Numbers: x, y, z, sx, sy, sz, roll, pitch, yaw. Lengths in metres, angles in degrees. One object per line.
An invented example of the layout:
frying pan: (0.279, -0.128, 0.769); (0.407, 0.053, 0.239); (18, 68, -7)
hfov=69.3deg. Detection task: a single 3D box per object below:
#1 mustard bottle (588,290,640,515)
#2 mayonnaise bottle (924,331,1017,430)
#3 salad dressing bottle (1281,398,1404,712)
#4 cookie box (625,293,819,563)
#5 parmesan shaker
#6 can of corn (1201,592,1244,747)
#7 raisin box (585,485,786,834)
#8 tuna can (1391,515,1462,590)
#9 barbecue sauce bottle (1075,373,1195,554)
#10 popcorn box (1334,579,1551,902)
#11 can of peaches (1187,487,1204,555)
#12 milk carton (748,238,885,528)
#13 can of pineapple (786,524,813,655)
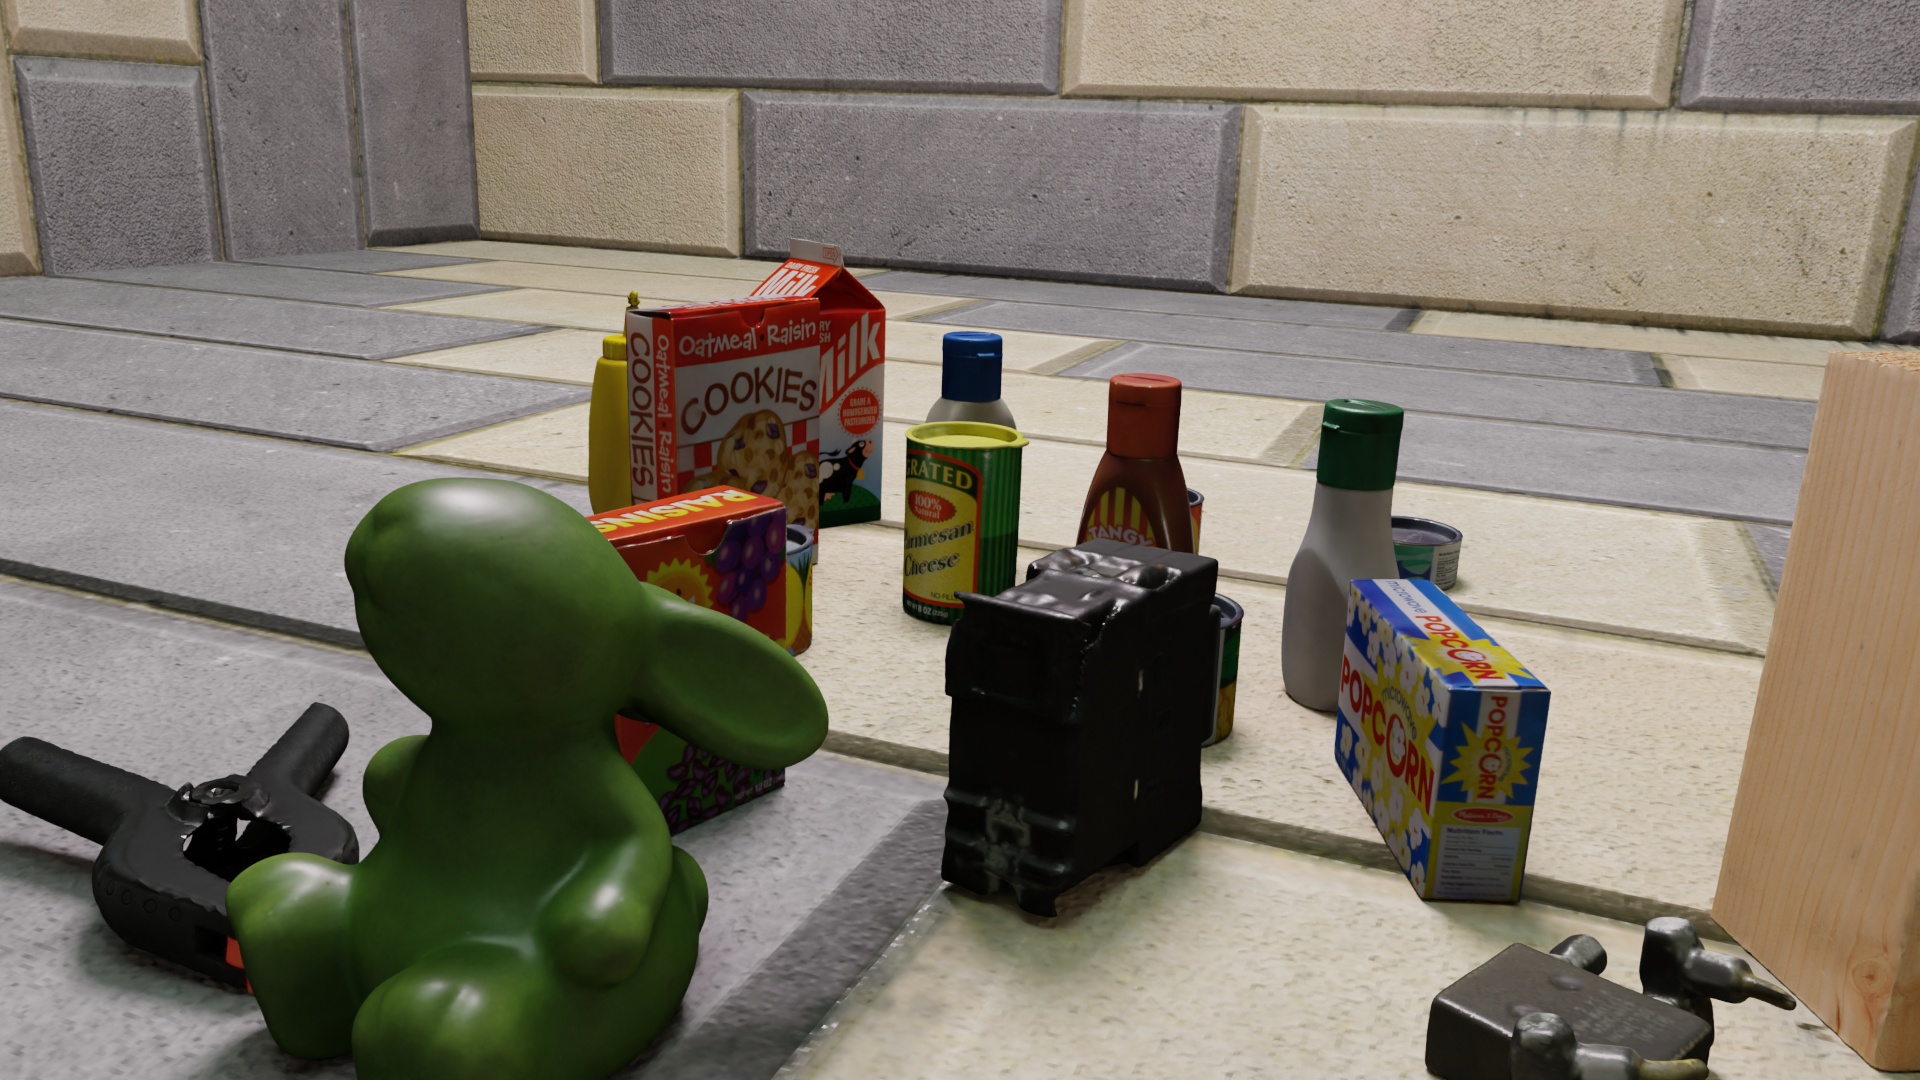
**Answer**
mustard bottle: (-0.211, -0.084, 0.909); (0.049, 0.159, 0.065); (11, 18, 30)
mayonnaise bottle: (0.005, -0.052, 0.847); (0.065, 0.147, 0.041); (-6, 17, -25)
salad dressing bottle: (0.186, 0.007, 0.668); (0.044, 0.147, 0.064); (-5, 17, -22)
cookie box: (-0.134, -0.055, 0.808); (0.040, 0.166, 0.123); (12, 19, 32)
parmesan shaker: (0.003, -0.010, 0.783); (0.071, 0.102, 0.071); (2, 16, 0)
can of corn: (0.096, 0.057, 0.647); (0.071, 0.058, 0.071); (2, 16, 0)
raisin box: (-0.110, 0.047, 0.538); (0.040, 0.123, 0.086); (15, 20, 38)
tuna can: (0.280, 0.007, 0.882); (0.071, 0.032, 0.071); (2, 16, 0)
barbecue sauce bottle: (0.091, -0.010, 0.714); (0.065, 0.148, 0.044); (12, 19, 31)
popcorn box: (0.186, 0.074, 0.551); (0.038, 0.085, 0.127); (2, 16, -1)
can of peaches: (0.111, -0.001, 0.846); (0.071, 0.058, 0.071); (2, 16, 0)
milk carton: (-0.100, -0.109, 0.953); (0.074, 0.190, 0.072); (-9, 19, -34)
can of pineapple: (-0.108, 0.026, 0.728); (0.071, 0.057, 0.071); (2, 16, 0)
